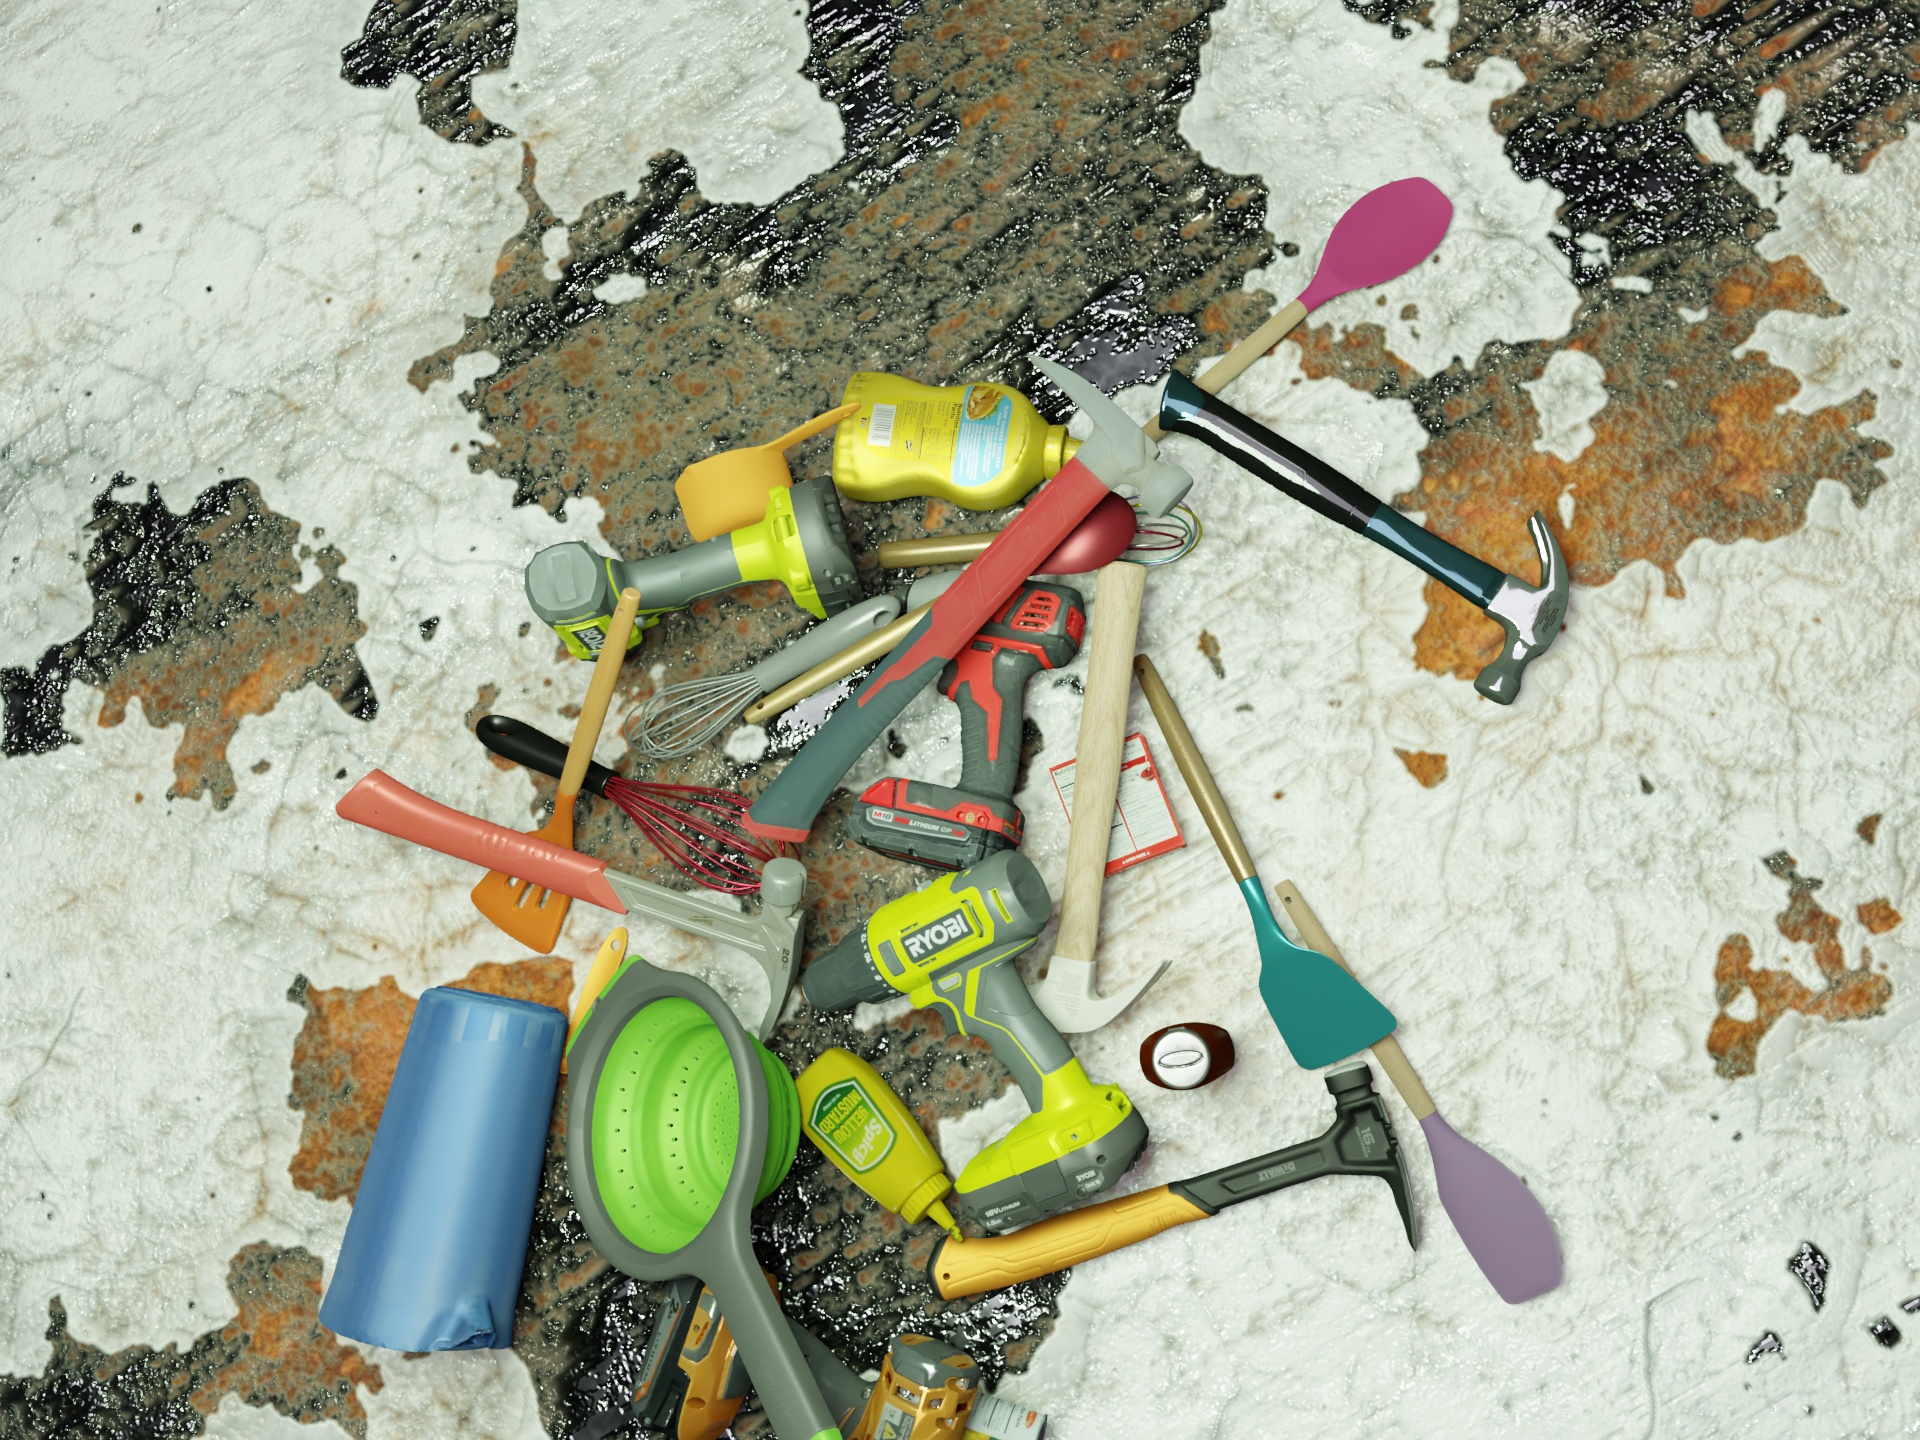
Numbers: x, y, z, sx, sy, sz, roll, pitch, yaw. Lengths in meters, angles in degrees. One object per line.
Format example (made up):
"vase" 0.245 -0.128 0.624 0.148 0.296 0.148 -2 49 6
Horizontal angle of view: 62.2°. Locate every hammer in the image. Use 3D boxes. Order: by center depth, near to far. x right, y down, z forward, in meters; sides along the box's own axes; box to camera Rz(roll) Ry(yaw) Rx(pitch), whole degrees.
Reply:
"hammer" 0.140 0.344 1.093 0.337 0.034 0.127 -19 77 7
"hammer" -0.024 -0.071 1.100 0.143 0.038 0.386 45 98 10
"hammer" 0.096 0.054 1.115 0.130 0.031 0.331 7 88 21
"hammer" 0.283 -0.151 1.142 0.331 0.033 0.128 33 87 10
"hammer" -0.286 0.118 1.157 0.359 0.037 0.149 17 119 9

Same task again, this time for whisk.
"whisk" 0.057 -0.129 1.187 0.245 0.047 0.051 -4 68 14
"whisk" -0.149 -0.034 1.187 0.239 0.055 0.055 -28 77 13
"whisk" -0.248 0.057 1.199 0.296 0.073 0.073 23 85 19

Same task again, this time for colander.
"colander" -0.140 0.332 1.060 0.204 0.094 0.398 -53 49 19

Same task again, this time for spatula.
"spatula" 0.306 0.245 1.086 0.059 0.018 0.316 -37 75 24
"spatula" 0.196 0.090 1.124 0.082 0.044 0.318 -37 66 34
"spatula" -0.283 0.037 1.152 0.081 0.041 0.322 34 125 10

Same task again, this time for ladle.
"ladle" -0.019 -0.078 1.132 0.315 0.031 0.069 -29 62 7

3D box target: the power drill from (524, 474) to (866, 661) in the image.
"power drill" -0.188 -0.100 1.168 0.223 0.171 0.080 -14 77 -1

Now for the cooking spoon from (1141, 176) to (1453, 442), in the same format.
"cooking spoon" 0.235 -0.293 1.192 0.319 0.017 0.069 -40 75 1

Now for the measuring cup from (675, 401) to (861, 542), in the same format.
"measuring cup" -0.134 -0.179 1.185 0.173 0.095 0.052 -23 79 32

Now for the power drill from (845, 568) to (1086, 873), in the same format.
"power drill" -0.002 -0.004 1.154 0.143 0.078 0.220 12 79 20

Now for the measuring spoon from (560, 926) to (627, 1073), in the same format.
"measuring spoon" -0.277 0.211 1.204 0.021 0.011 0.117 19 81 18

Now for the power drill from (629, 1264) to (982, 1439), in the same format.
"power drill" -0.110 0.477 1.063 0.226 0.084 0.185 15 83 29

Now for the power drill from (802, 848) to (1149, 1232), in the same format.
"power drill" 0.008 0.222 1.085 0.190 0.080 0.228 -29 87 25
